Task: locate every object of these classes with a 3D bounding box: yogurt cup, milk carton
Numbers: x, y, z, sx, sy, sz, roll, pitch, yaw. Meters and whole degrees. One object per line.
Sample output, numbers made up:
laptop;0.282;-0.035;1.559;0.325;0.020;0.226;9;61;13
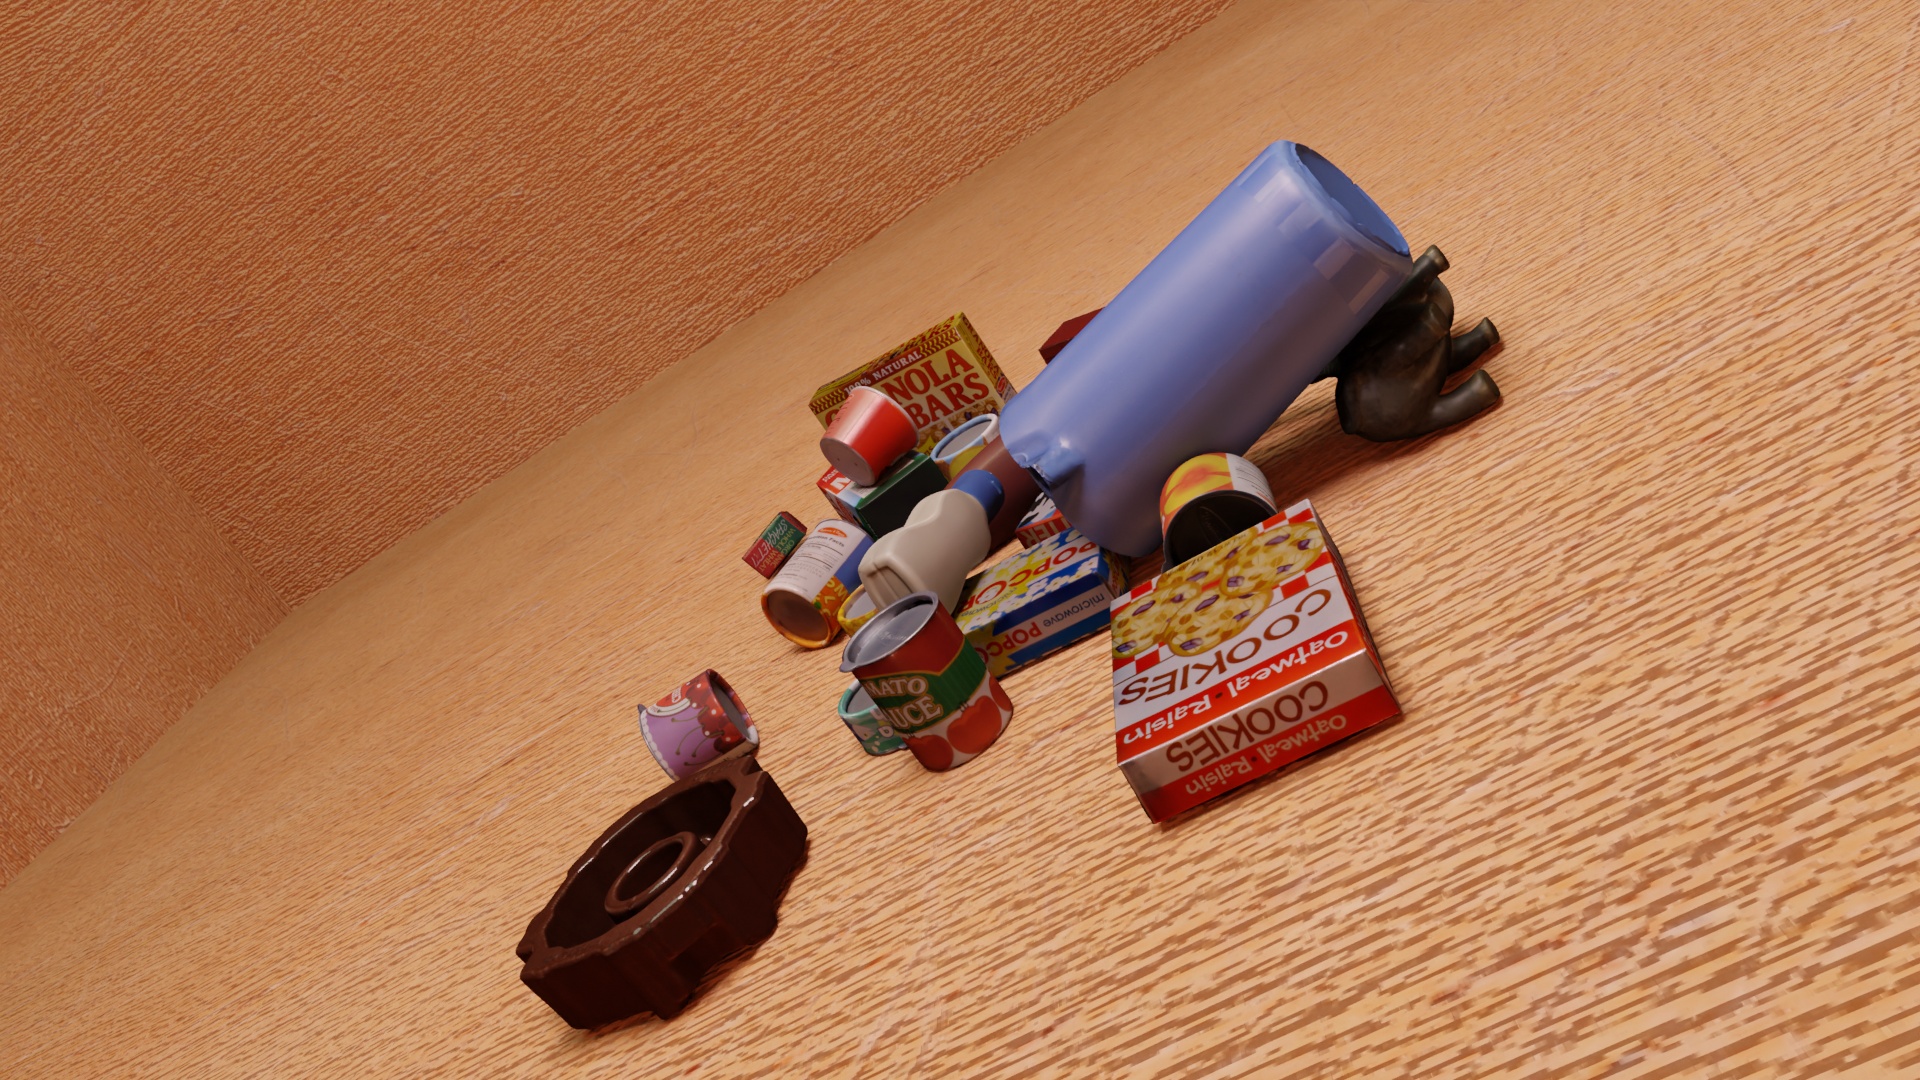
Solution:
yogurt cup;-0.074;-0.081;1.101;0.054;0.072;0.072;-52;24;-23
milk carton;-0.063;-0.035;1.180;0.073;0.072;0.191;-38;20;-9

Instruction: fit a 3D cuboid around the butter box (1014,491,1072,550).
butter box;0.091;-0.025;0.973;0.103;0.024;0.053;-19;24;38

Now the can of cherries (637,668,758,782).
can of cherries;-0.186;0.131;0.982;0.058;0.071;0.071;-33;19;3

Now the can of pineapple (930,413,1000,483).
can of pineapple;0.015;-0.061;1.133;0.071;0.057;0.071;-31;19;12

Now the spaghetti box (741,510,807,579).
spaghetti box;-0.160;0.001;1.211;0.050;0.028;0.250;-51;6;-3

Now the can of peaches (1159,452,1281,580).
can of peaches;0.144;-0.008;0.782;0.071;0.071;0.058;-29;19;17

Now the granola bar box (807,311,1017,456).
granola bar box;-0.034;-0.114;1.241;0.165;0.124;0.039;-24;23;28

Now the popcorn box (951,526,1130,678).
popcorn box;0.044;0.040;0.874;0.126;0.038;0.085;-27;20;20

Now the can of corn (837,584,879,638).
can of corn;-0.043;0.058;0.943;0.071;0.058;0.071;-30;19;12

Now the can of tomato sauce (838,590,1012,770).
can of tomato sauce;-0.020;0.083;0.805;0.071;0.083;0.071;-31;19;12

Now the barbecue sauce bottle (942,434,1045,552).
barbecue sauce bottle;0.004;-0.013;1.037;0.148;0.064;0.044;-42;24;4

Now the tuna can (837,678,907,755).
tuna can;-0.042;0.102;0.874;0.071;0.032;0.071;-31;19;12

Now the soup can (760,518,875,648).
soup can;-0.107;0.036;1.093;0.071;0.071;0.084;-16;29;43

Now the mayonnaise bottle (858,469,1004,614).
mayonnaise bottle;-0.012;0.001;0.910;0.041;0.064;0.149;-27;14;33

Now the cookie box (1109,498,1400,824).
cookie box;0.137;0.055;0.684;0.123;0.040;0.168;-29;19;16
